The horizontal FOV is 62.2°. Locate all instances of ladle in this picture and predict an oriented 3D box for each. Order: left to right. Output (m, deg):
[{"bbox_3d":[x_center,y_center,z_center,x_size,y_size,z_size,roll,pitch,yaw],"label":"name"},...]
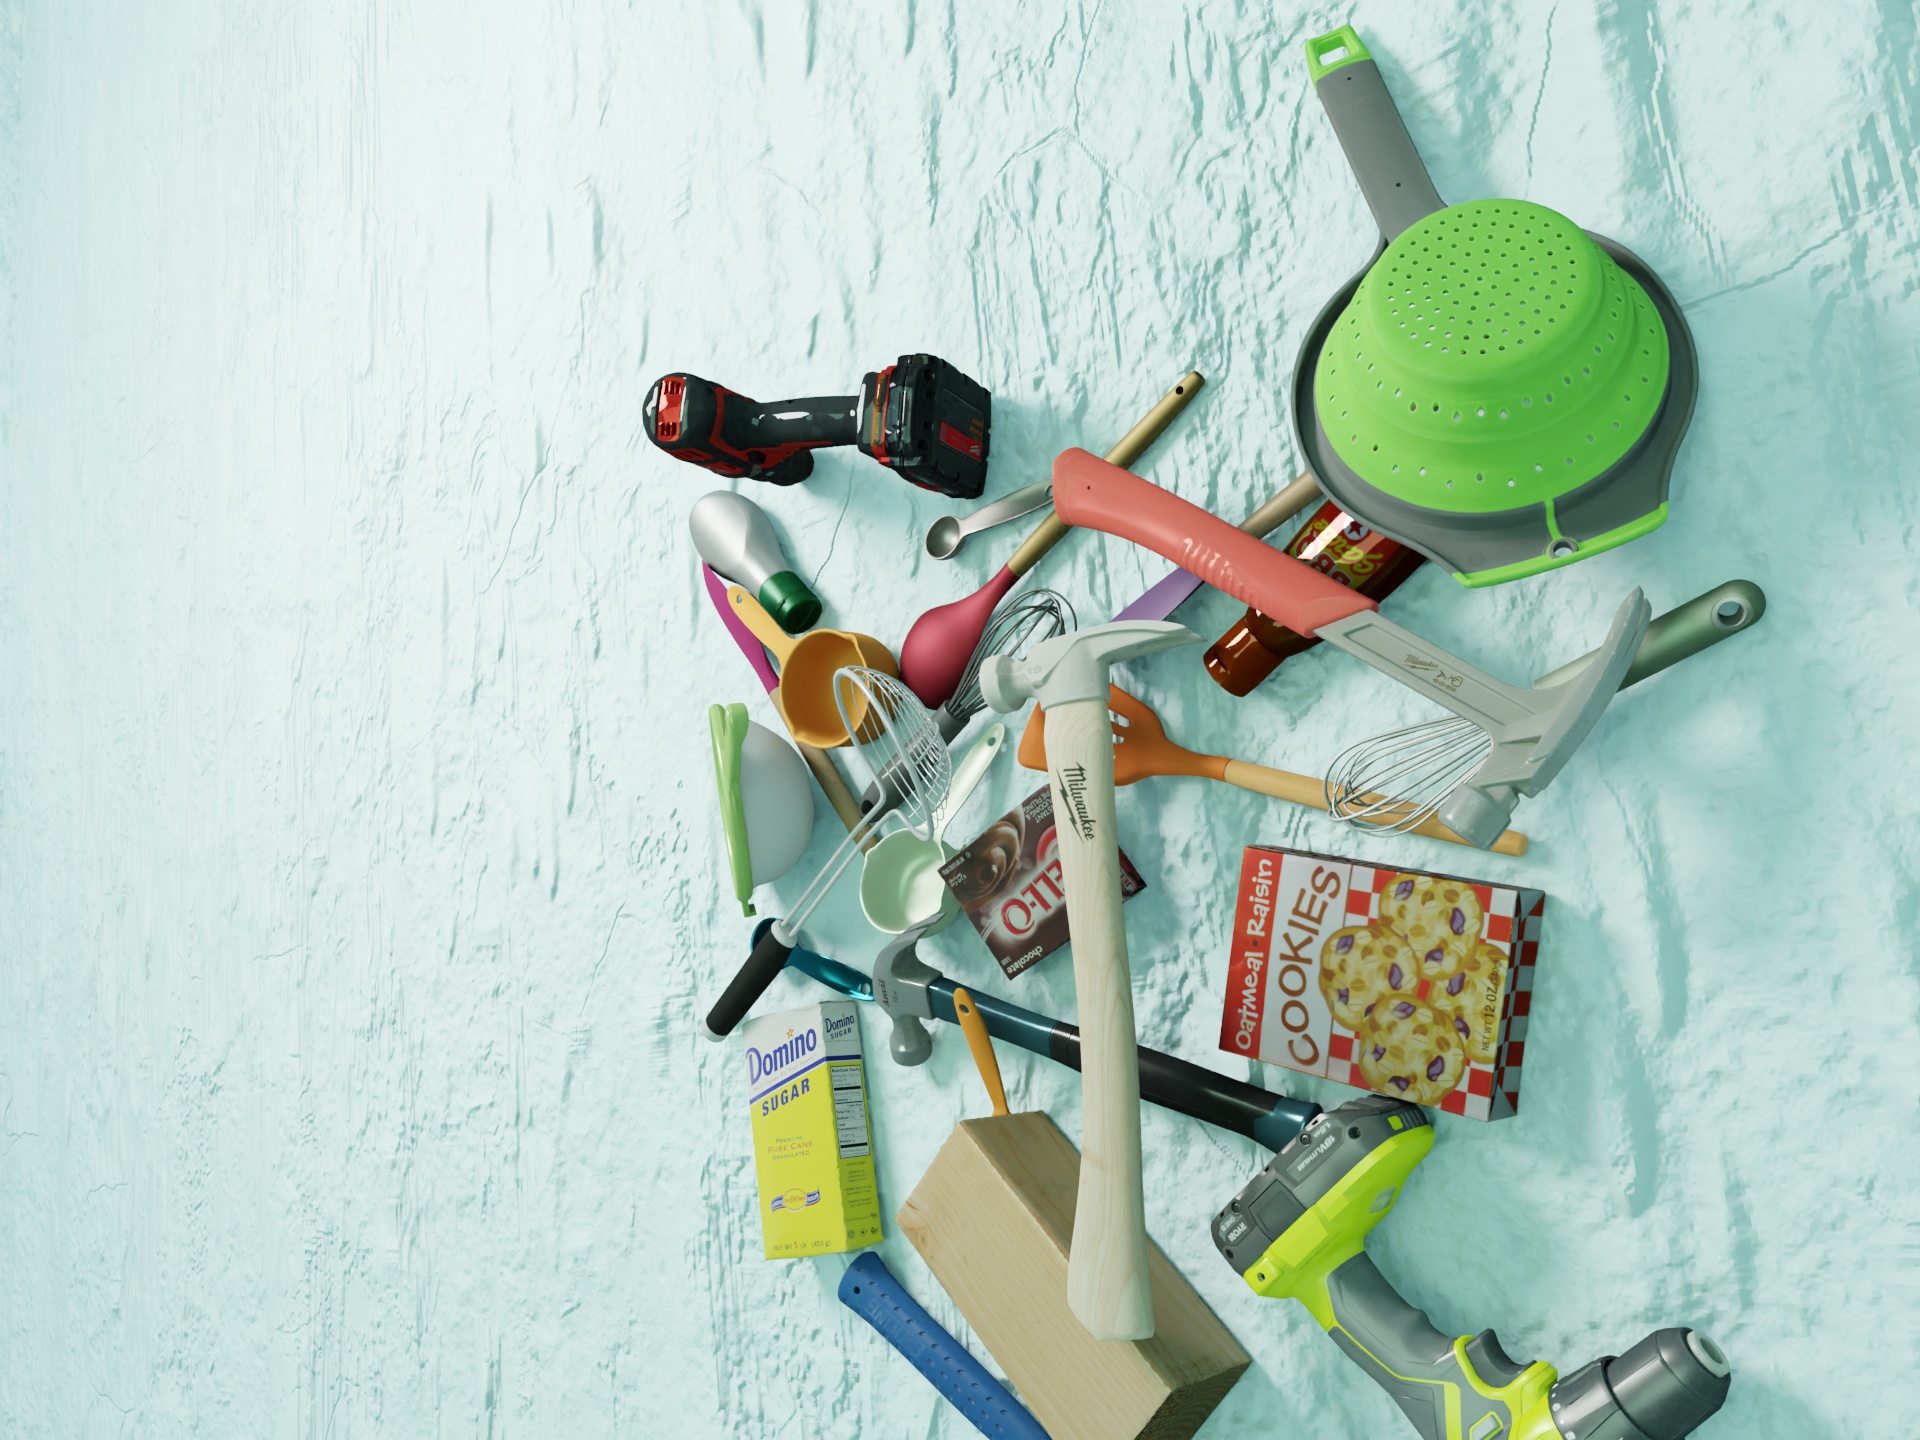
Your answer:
[{"bbox_3d":[0.055,-0.120,1.089,0.315,0.031,0.069,-46,63,26],"label":"ladle"}]

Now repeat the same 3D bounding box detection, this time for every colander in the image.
[{"bbox_3d":[0.251,-0.264,0.848,0.204,0.094,0.397,-19,60,11],"label":"colander"}]

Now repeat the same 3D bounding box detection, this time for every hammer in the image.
[{"bbox_3d":[0.059,0.481,1.006,0.406,0.035,0.144,30,105,40],"label":"hammer"},{"bbox_3d":[0.074,0.208,1.006,0.331,0.033,0.128,13,125,37],"label":"hammer"},{"bbox_3d":[0.090,0.143,0.931,0.146,0.038,0.411,-13,71,32],"label":"hammer"},{"bbox_3d":[0.188,-0.080,0.887,0.359,0.036,0.149,37,94,37],"label":"hammer"}]

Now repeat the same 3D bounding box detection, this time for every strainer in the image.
[{"bbox_3d":[-0.140,0.039,1.154,0.256,0.069,0.152,111,149,-67],"label":"strainer"}]

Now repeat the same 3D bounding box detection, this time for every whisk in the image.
[{"bbox_3d":[-0.001,-0.003,1.111,0.239,0.055,0.055,-48,57,31],"label":"whisk"},{"bbox_3d":[0.299,-0.006,0.835,0.246,0.059,0.058,-31,96,25],"label":"whisk"}]

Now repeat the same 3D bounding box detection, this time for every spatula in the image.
[{"bbox_3d":[0.178,0.032,0.950,0.323,0.041,0.081,15,71,40],"label":"spatula"},{"bbox_3d":[0.190,-0.125,0.965,0.316,0.018,0.060,-38,19,29],"label":"spatula"}]

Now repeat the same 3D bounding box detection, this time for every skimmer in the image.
[{"bbox_3d":[-0.116,0.113,1.110,0.127,0.090,0.363,54,124,27],"label":"skimmer"}]

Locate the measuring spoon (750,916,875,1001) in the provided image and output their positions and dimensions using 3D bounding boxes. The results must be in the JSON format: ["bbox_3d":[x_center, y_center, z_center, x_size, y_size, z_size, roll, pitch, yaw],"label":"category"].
[{"bbox_3d":[-0.106,0.185,1.206,0.129,0.021,0.042,19,93,32],"label":"measuring spoon"}]

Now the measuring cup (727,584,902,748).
[{"bbox_3d":[-0.112,-0.049,1.201,0.174,0.052,0.095,44,114,30],"label":"measuring cup"}]

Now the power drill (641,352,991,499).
[{"bbox_3d":[-0.093,-0.205,1.157,0.227,0.187,0.080,4,87,23],"label":"power drill"}]

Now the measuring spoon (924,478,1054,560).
[{"bbox_3d":[0.028,-0.143,1.126,0.124,0.018,0.034,-20,62,32],"label":"measuring spoon"}]

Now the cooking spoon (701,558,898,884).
[{"bbox_3d":[-0.130,-0.003,1.228,0.017,0.068,0.319,-29,64,-11],"label":"cooking spoon"}]

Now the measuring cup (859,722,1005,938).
[{"bbox_3d":[-0.007,0.079,1.120,0.083,0.038,0.167,32,91,41],"label":"measuring cup"}]

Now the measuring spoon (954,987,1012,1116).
[{"bbox_3d":[0.014,0.225,1.039,0.021,0.011,0.116,3,120,41],"label":"measuring spoon"}]

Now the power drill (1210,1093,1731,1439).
[{"bbox_3d":[0.257,0.311,0.825,0.190,0.080,0.229,-53,57,24],"label":"power drill"}]
